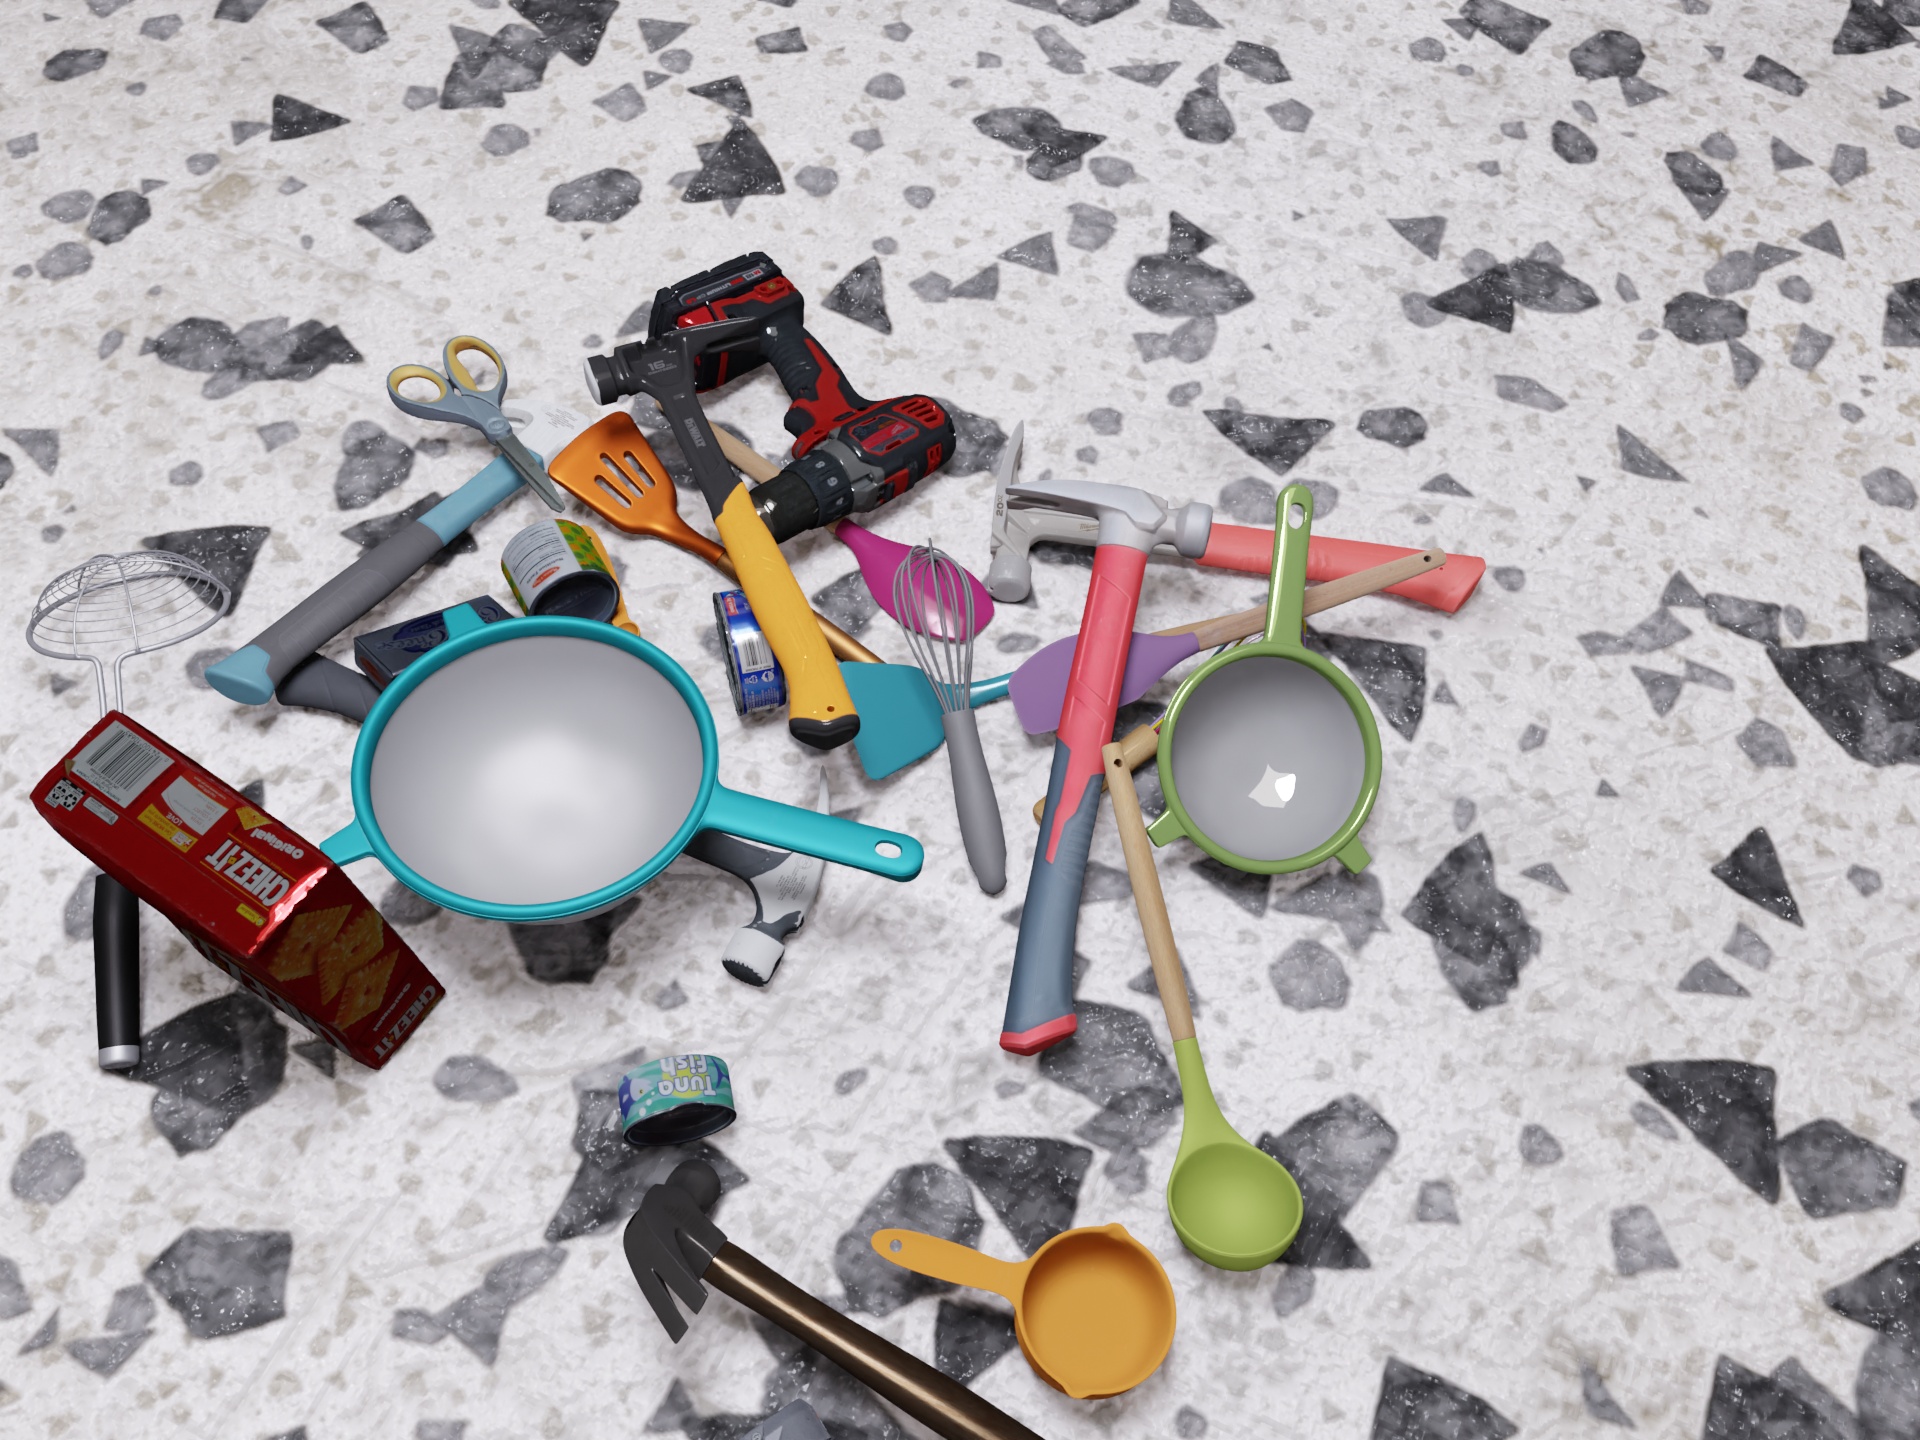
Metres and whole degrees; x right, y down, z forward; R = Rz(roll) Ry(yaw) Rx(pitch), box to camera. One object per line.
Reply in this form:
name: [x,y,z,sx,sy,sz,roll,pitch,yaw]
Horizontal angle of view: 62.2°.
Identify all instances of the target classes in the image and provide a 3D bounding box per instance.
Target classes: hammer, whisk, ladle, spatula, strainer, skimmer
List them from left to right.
skimmer: [-0.539,0.047,1.036,0.127,0.090,0.363,-8,71,-11]
hammer: [-0.383,-0.123,1.118,0.128,0.033,0.331,31,56,16]
hammer: [-0.276,0.032,1.054,0.409,0.036,0.149,22,60,10]
strainer: [-0.191,0.061,0.968,0.340,0.095,0.211,14,55,1]
spatula: [-0.151,-0.107,1.134,0.323,0.041,0.081,36,61,14]
hammer: [-0.137,-0.128,1.053,0.127,0.034,0.337,-20,65,-15]
hammer: [-0.037,0.352,0.855,0.331,0.130,0.031,31,97,5]
whisk: [-0.001,-0.004,1.044,0.055,0.055,0.239,-11,85,-9]
hammer: [0.063,0.022,1.035,0.143,0.038,0.386,10,71,9]
spatula: [0.071,-0.035,1.105,0.317,0.044,0.082,-15,83,-13]
whisk: [0.146,-0.004,1.093,0.245,0.047,0.051,-35,69,-17]
ladle: [0.131,0.163,0.950,0.078,0.062,0.320,-10,75,-12]
spatula: [0.184,-0.064,1.088,0.316,0.018,0.060,-19,76,-4]
hammer: [0.202,-0.135,1.173,0.359,0.036,0.149,7,60,2]
strainer: [0.202,-0.026,1.058,0.151,0.069,0.256,8,84,-8]

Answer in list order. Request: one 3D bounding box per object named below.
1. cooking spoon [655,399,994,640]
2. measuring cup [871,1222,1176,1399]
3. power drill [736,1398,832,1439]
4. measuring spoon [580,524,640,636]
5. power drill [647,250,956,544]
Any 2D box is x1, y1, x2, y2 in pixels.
cooking spoon: [-0.108,-0.158,1.180,0.319,0.017,0.069,36,63,16]
measuring cup: [0.033,0.322,0.895,0.173,0.052,0.095,15,61,8]
power drill: [-0.079,0.479,0.785,0.164,0.084,0.227,-30,70,-18]
measuring spoon: [-0.255,-0.097,1.144,0.021,0.011,0.117,-26,61,-5]
power drill: [-0.138,-0.231,1.174,0.188,0.080,0.227,-34,69,-31]
